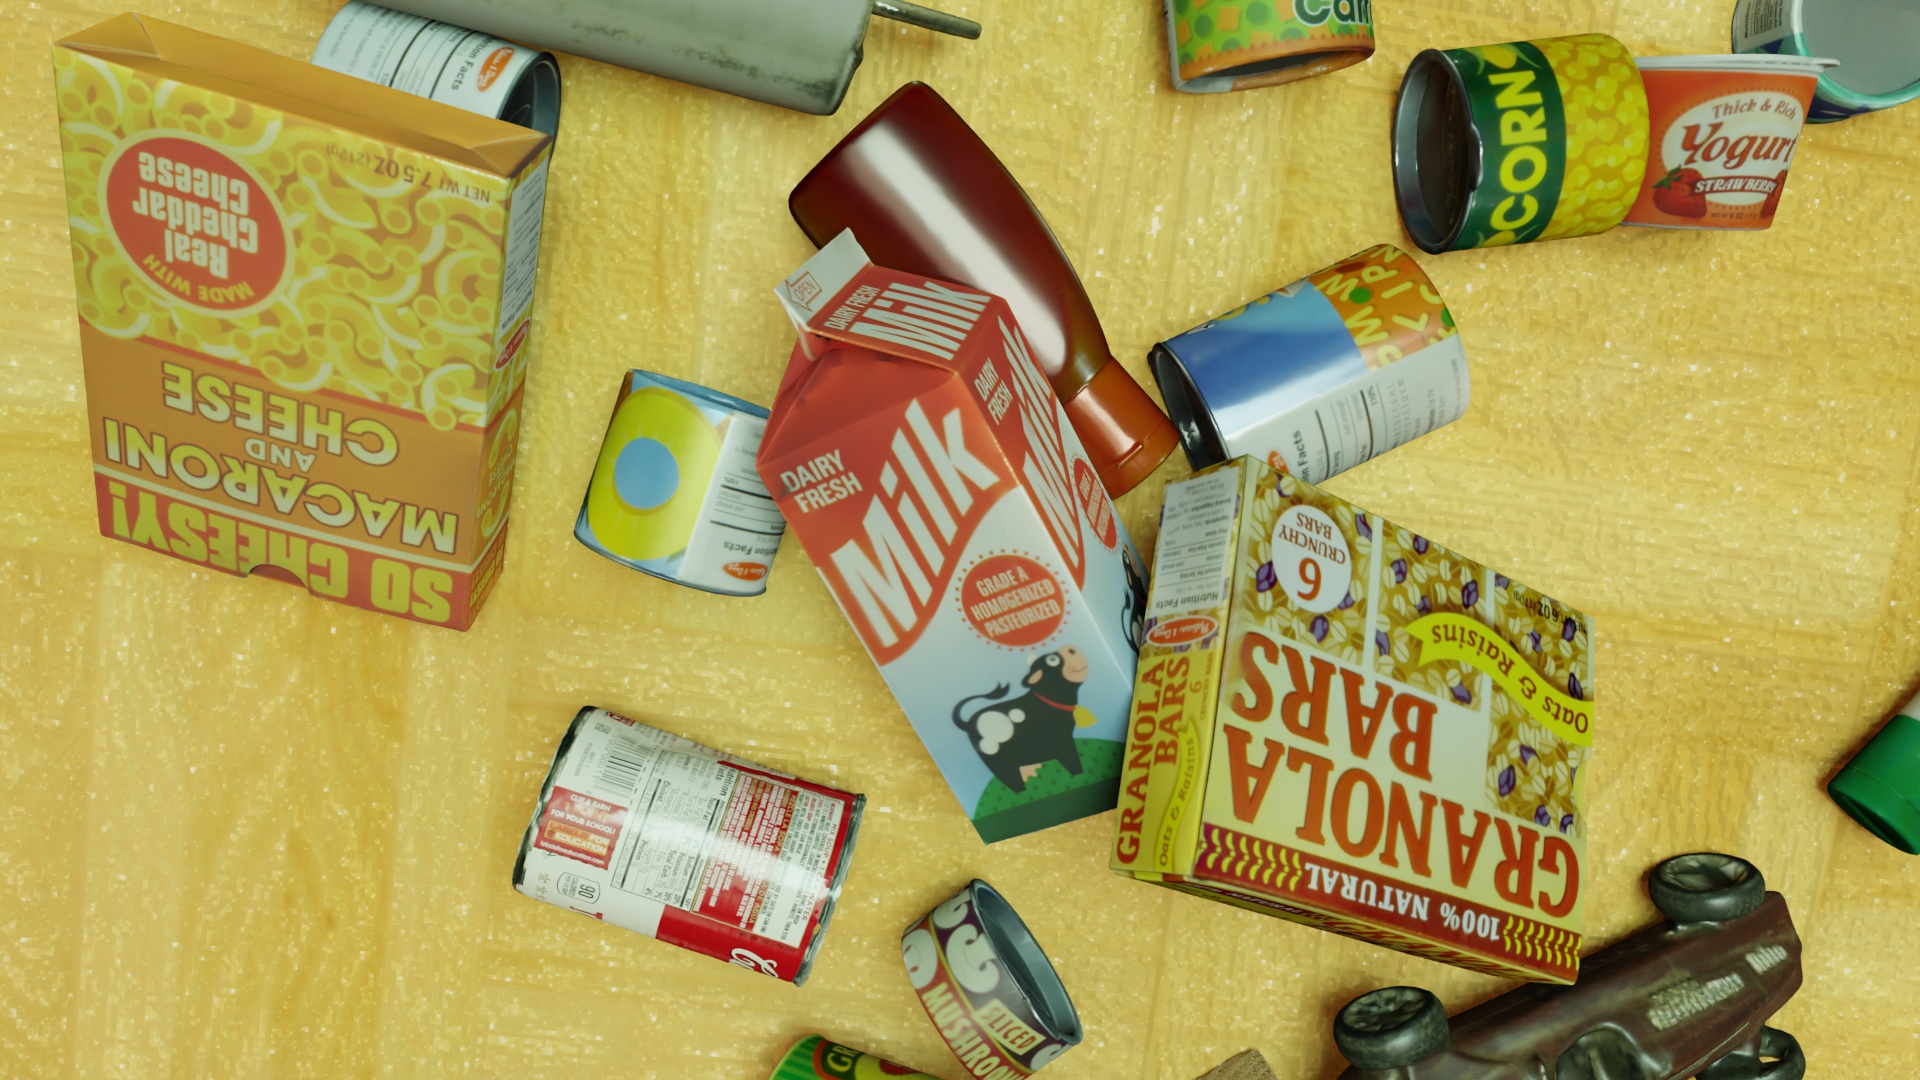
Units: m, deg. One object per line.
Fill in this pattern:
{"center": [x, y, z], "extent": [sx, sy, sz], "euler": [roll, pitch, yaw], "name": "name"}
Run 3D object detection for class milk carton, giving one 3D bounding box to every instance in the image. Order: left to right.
{"center": [0.002, -0.005, 0.437], "extent": [0.073, 0.073, 0.190], "euler": [-22, 109, 22], "name": "milk carton"}

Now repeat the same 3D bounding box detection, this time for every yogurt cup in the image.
{"center": [0.244, -0.132, 0.464], "extent": [0.072, 0.072, 0.053], "euler": [1, 106, -3], "name": "yogurt cup"}

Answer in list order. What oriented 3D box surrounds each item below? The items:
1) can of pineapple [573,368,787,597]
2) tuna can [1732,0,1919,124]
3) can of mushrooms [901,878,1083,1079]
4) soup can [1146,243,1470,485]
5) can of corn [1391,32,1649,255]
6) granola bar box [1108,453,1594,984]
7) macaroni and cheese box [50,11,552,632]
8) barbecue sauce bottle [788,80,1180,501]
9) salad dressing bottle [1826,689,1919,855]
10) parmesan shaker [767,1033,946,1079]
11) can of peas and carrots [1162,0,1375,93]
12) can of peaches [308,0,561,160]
{"center": [-0.089, -0.020, 0.459], "extent": [0.071, 0.071, 0.057], "euler": [19, 96, -5], "name": "can of pineapple"}
{"center": [0.308, -0.177, 0.476], "extent": [0.071, 0.033, 0.071], "euler": [0, 97, -2], "name": "tuna can"}
{"center": [0.011, 0.156, 0.484], "extent": [0.033, 0.071, 0.071], "euler": [-35, 98, 4], "name": "can of mushrooms"}
{"center": [0.115, -0.055, 0.466], "extent": [0.084, 0.071, 0.071], "euler": [-25, 98, 0], "name": "soup can"}
{"center": [0.183, -0.130, 0.456], "extent": [0.058, 0.071, 0.071], "euler": [-7, 98, -3], "name": "can of corn"}
{"center": [0.130, 0.060, 0.434], "extent": [0.165, 0.039, 0.124], "euler": [21, 69, -27], "name": "granola bar box"}
{"center": [-0.200, -0.058, 0.426], "extent": [0.124, 0.040, 0.165], "euler": [16, 124, -5], "name": "macaroni and cheese box"}
{"center": [0.013, -0.078, 0.468], "extent": [0.065, 0.044, 0.148], "euler": [-42, 98, 8], "name": "barbecue sauce bottle"}
{"center": [0.382, 0.049, 0.503], "extent": [0.064, 0.044, 0.147], "euler": [42, 94, -6], "name": "salad dressing bottle"}
{"center": [-0.014, 0.218, 0.476], "extent": [0.103, 0.071, 0.071], "euler": [10, 98, 22], "name": "parmesan shaker"}
{"center": [0.099, -0.180, 0.446], "extent": [0.071, 0.071, 0.058], "euler": [-8, 99, -2], "name": "can of peas and carrots"}
{"center": [-0.167, -0.130, 0.442], "extent": [0.058, 0.071, 0.071], "euler": [18, 96, -5], "name": "can of peaches"}
